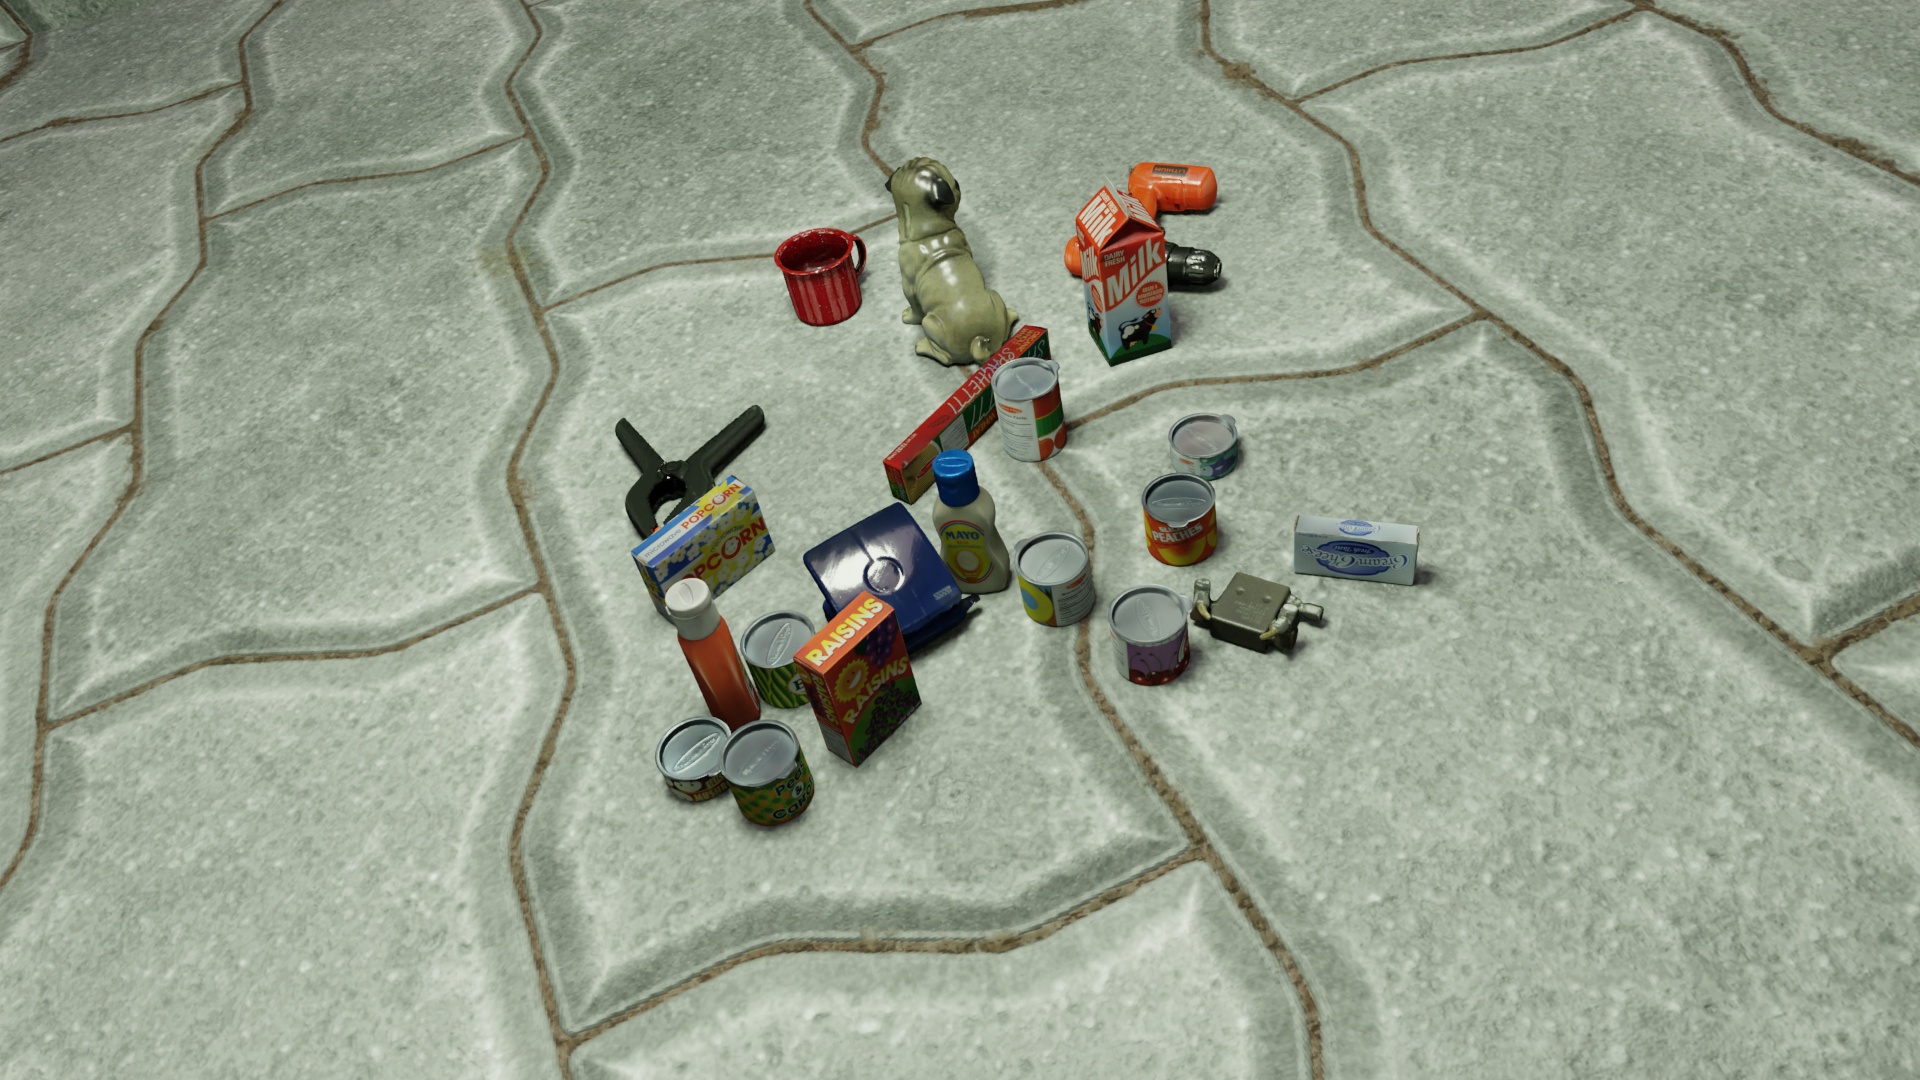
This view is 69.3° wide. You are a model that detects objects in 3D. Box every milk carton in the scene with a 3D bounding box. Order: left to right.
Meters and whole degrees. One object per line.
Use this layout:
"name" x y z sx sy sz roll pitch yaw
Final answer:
"milk carton" 0.169 -0.282 1.441 0.073 0.189 0.072 -18 44 -5

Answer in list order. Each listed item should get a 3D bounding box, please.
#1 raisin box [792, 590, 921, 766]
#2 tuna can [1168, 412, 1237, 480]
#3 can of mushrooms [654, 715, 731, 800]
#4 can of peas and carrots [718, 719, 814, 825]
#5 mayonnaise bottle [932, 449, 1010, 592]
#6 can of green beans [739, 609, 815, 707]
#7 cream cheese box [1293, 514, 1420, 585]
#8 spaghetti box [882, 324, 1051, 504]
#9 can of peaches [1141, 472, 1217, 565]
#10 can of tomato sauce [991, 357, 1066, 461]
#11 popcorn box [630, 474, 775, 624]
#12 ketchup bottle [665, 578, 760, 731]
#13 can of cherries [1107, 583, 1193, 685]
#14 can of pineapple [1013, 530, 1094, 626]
"raisin box" -0.083 0.114 1.145 0.040 0.122 0.086 28 57 34
"tuna can" 0.237 -0.092 1.346 0.071 0.032 0.071 -6 44 6
"can of mushrooms" -0.219 0.185 1.169 0.071 0.033 0.071 -6 44 6
"can of peas and carrots" -0.155 0.190 1.132 0.071 0.058 0.071 -7 44 7
"mayonnaise bottle" 0.004 -0.016 1.239 0.065 0.147 0.041 1 46 14
"can of green beans" -0.154 0.104 1.219 0.071 0.057 0.071 -7 44 7
"cream cheese box" 0.343 0.008 1.206 0.104 0.053 0.024 6 47 19
"spaghetti box" 0.012 -0.134 1.427 0.029 0.050 0.251 23 54 31
"can of peaches" 0.199 -0.017 1.261 0.071 0.057 0.071 -7 44 7
"can of tomato sauce" 0.071 -0.131 1.388 0.071 0.082 0.071 -7 44 7
"popcorn box" -0.242 0.010 1.315 0.038 0.084 0.127 29 58 35
"ketchup bottle" -0.211 0.095 1.176 0.043 0.148 0.065 -25 45 -12
"can of cherries" 0.162 0.080 1.171 0.071 0.058 0.072 -7 44 7
"can of pineapple" 0.084 0.033 1.237 0.071 0.057 0.071 -7 44 7
